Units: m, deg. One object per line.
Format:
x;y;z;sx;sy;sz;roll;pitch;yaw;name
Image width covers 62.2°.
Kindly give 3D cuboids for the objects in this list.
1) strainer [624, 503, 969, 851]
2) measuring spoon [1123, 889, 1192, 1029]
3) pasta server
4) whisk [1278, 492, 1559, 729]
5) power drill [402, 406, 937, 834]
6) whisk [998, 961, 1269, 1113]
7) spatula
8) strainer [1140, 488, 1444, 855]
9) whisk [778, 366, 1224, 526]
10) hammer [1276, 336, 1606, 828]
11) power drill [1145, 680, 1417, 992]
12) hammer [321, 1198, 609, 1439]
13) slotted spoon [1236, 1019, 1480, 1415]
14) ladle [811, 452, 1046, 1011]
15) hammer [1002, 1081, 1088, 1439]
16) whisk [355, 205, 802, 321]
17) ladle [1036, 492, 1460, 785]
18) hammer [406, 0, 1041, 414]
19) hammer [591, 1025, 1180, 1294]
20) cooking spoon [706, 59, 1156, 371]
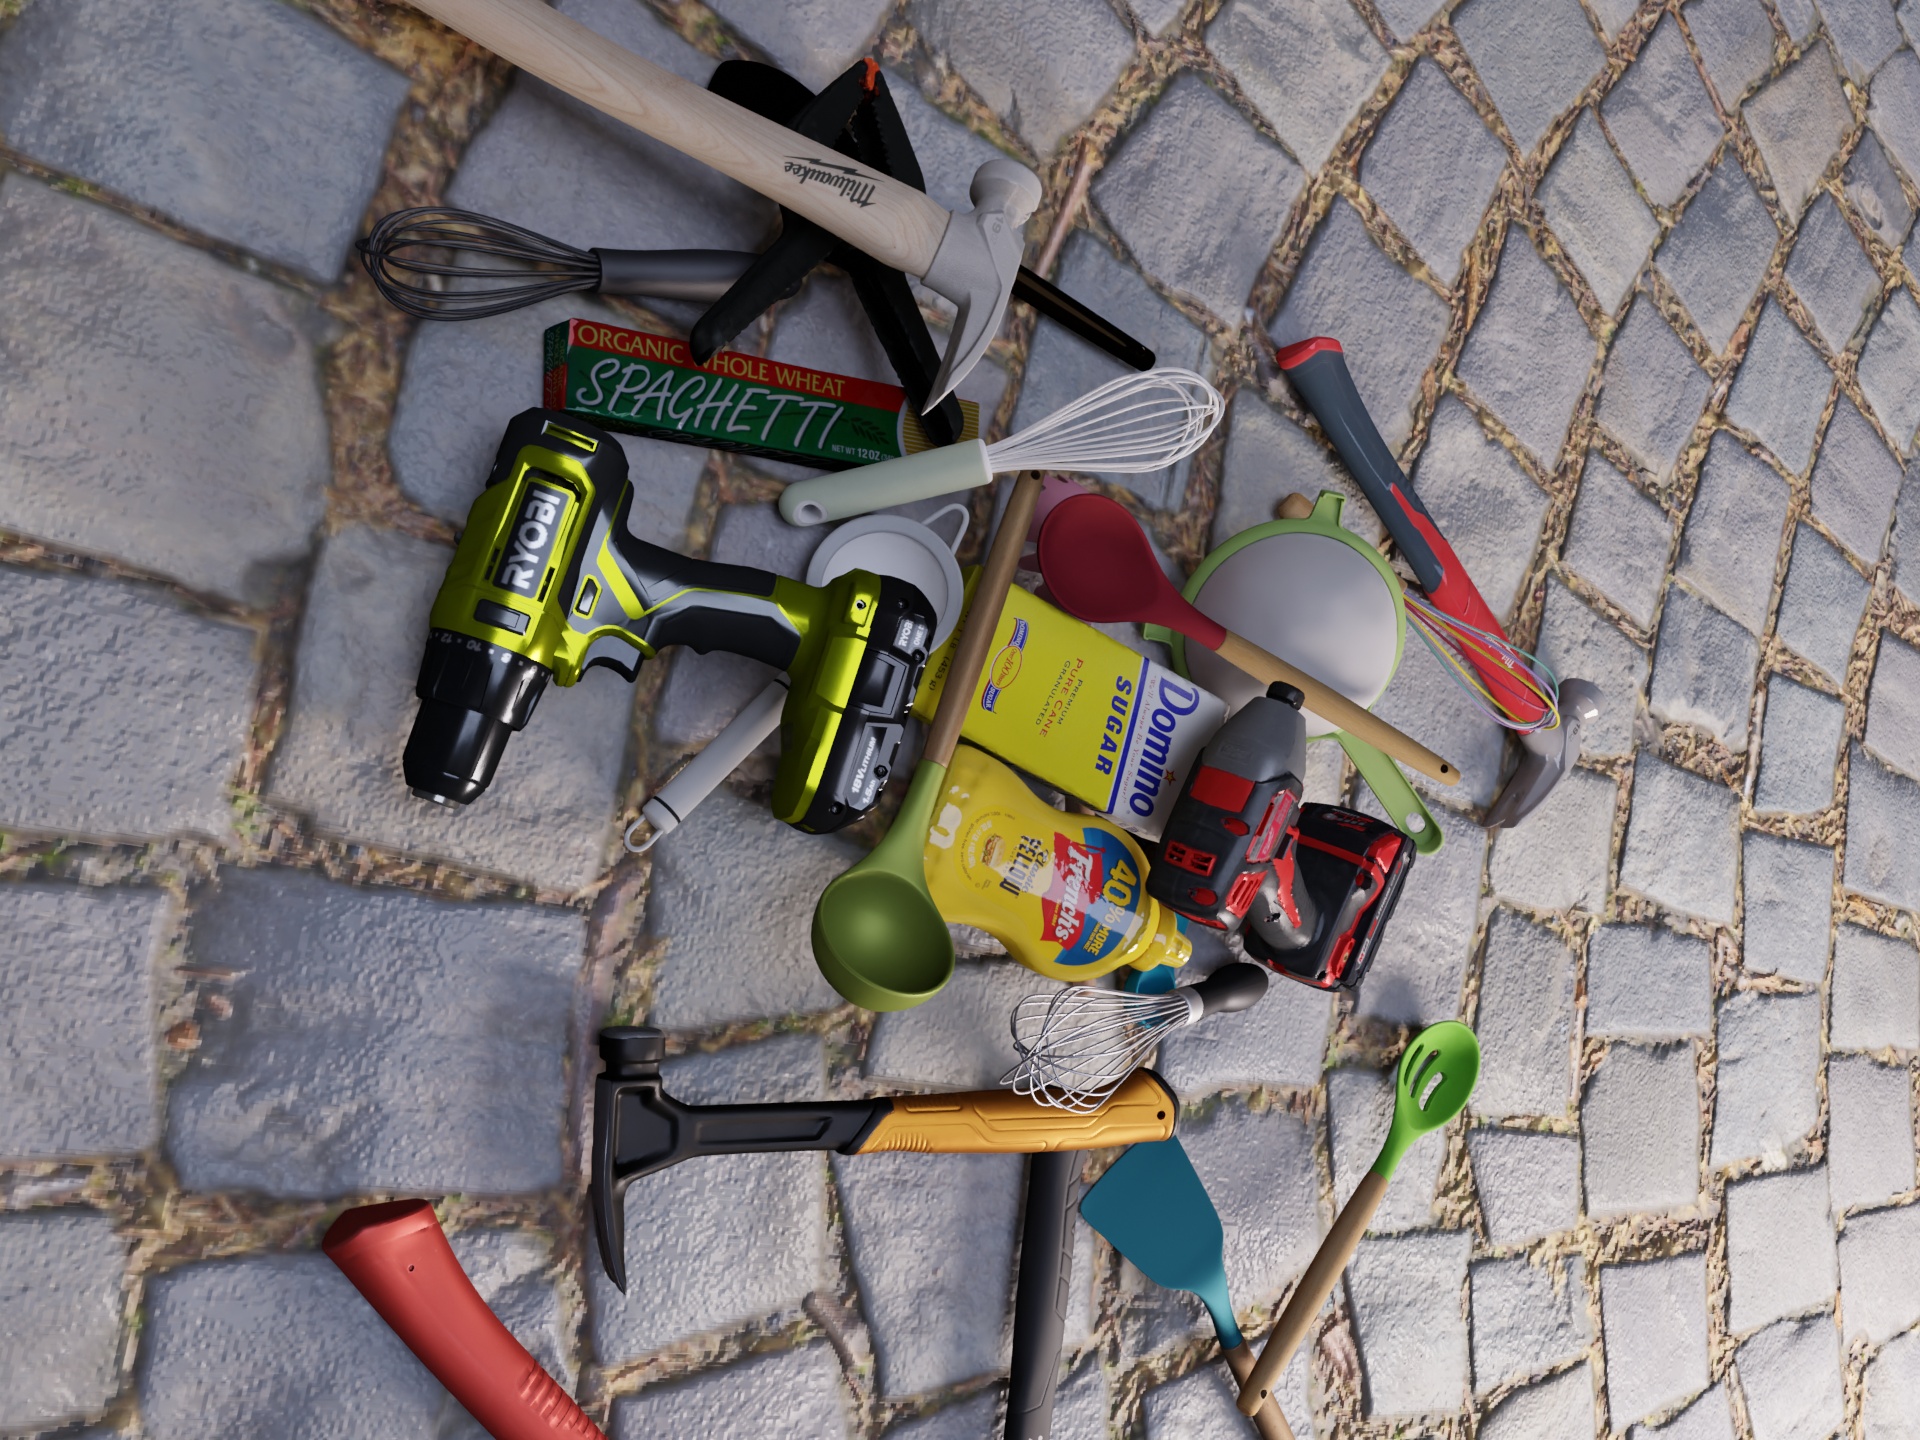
-0.087;-0.023;0.855;0.087;0.050;0.258;42;70;4;strainer
0.127;0.133;0.999;0.042;0.021;0.129;42;57;-37;measuring spoon
0.067;0.008;0.961;0.060;0.040;0.316;-3;93;-33;pasta server
0.314;-0.073;1.079;0.245;0.047;0.051;39;104;-6;whisk
-0.143;-0.025;0.776;0.228;0.080;0.190;20;80;-14;power drill
0.112;0.172;0.923;0.284;0.070;0.070;-2;88;-55;whisk
0.174;0.406;1.008;0.082;0.044;0.317;-36;111;-29;spatula
0.240;-0.005;0.999;0.151;0.069;0.256;-35;106;9;strainer
0.021;-0.143;0.858;0.057;0.246;0.059;72;7;-46;whisk
0.329;-0.100;1.125;0.143;0.038;0.386;-48;112;-23;hammer
0.194;0.073;0.949;0.219;0.079;0.143;37;75;-52;power drill
-0.187;0.374;0.770;0.149;0.037;0.358;-44;110;-27;hammer
0.262;0.320;1.047;0.314;0.031;0.070;-47;111;-32;slotted spoon
-0.001;-0.003;0.837;0.078;0.062;0.320;24;74;-18;ladle
0.037;0.379;0.913;0.146;0.035;0.335;12;81;-32;hammer
-0.182;-0.227;0.802;0.239;0.055;0.055;-9;92;-36;whisk
0.173;-0.037;0.932;0.315;0.031;0.069;29;82;-17;ladle
-0.157;-0.299;0.779;0.410;0.038;0.146;24;69;-17;hammer
-0.029;0.226;0.857;0.336;0.034;0.127;4;85;-25;hammer
-0.007;-0.285;0.932;0.318;0.017;0.069;25;75;-28;cooking spoon
